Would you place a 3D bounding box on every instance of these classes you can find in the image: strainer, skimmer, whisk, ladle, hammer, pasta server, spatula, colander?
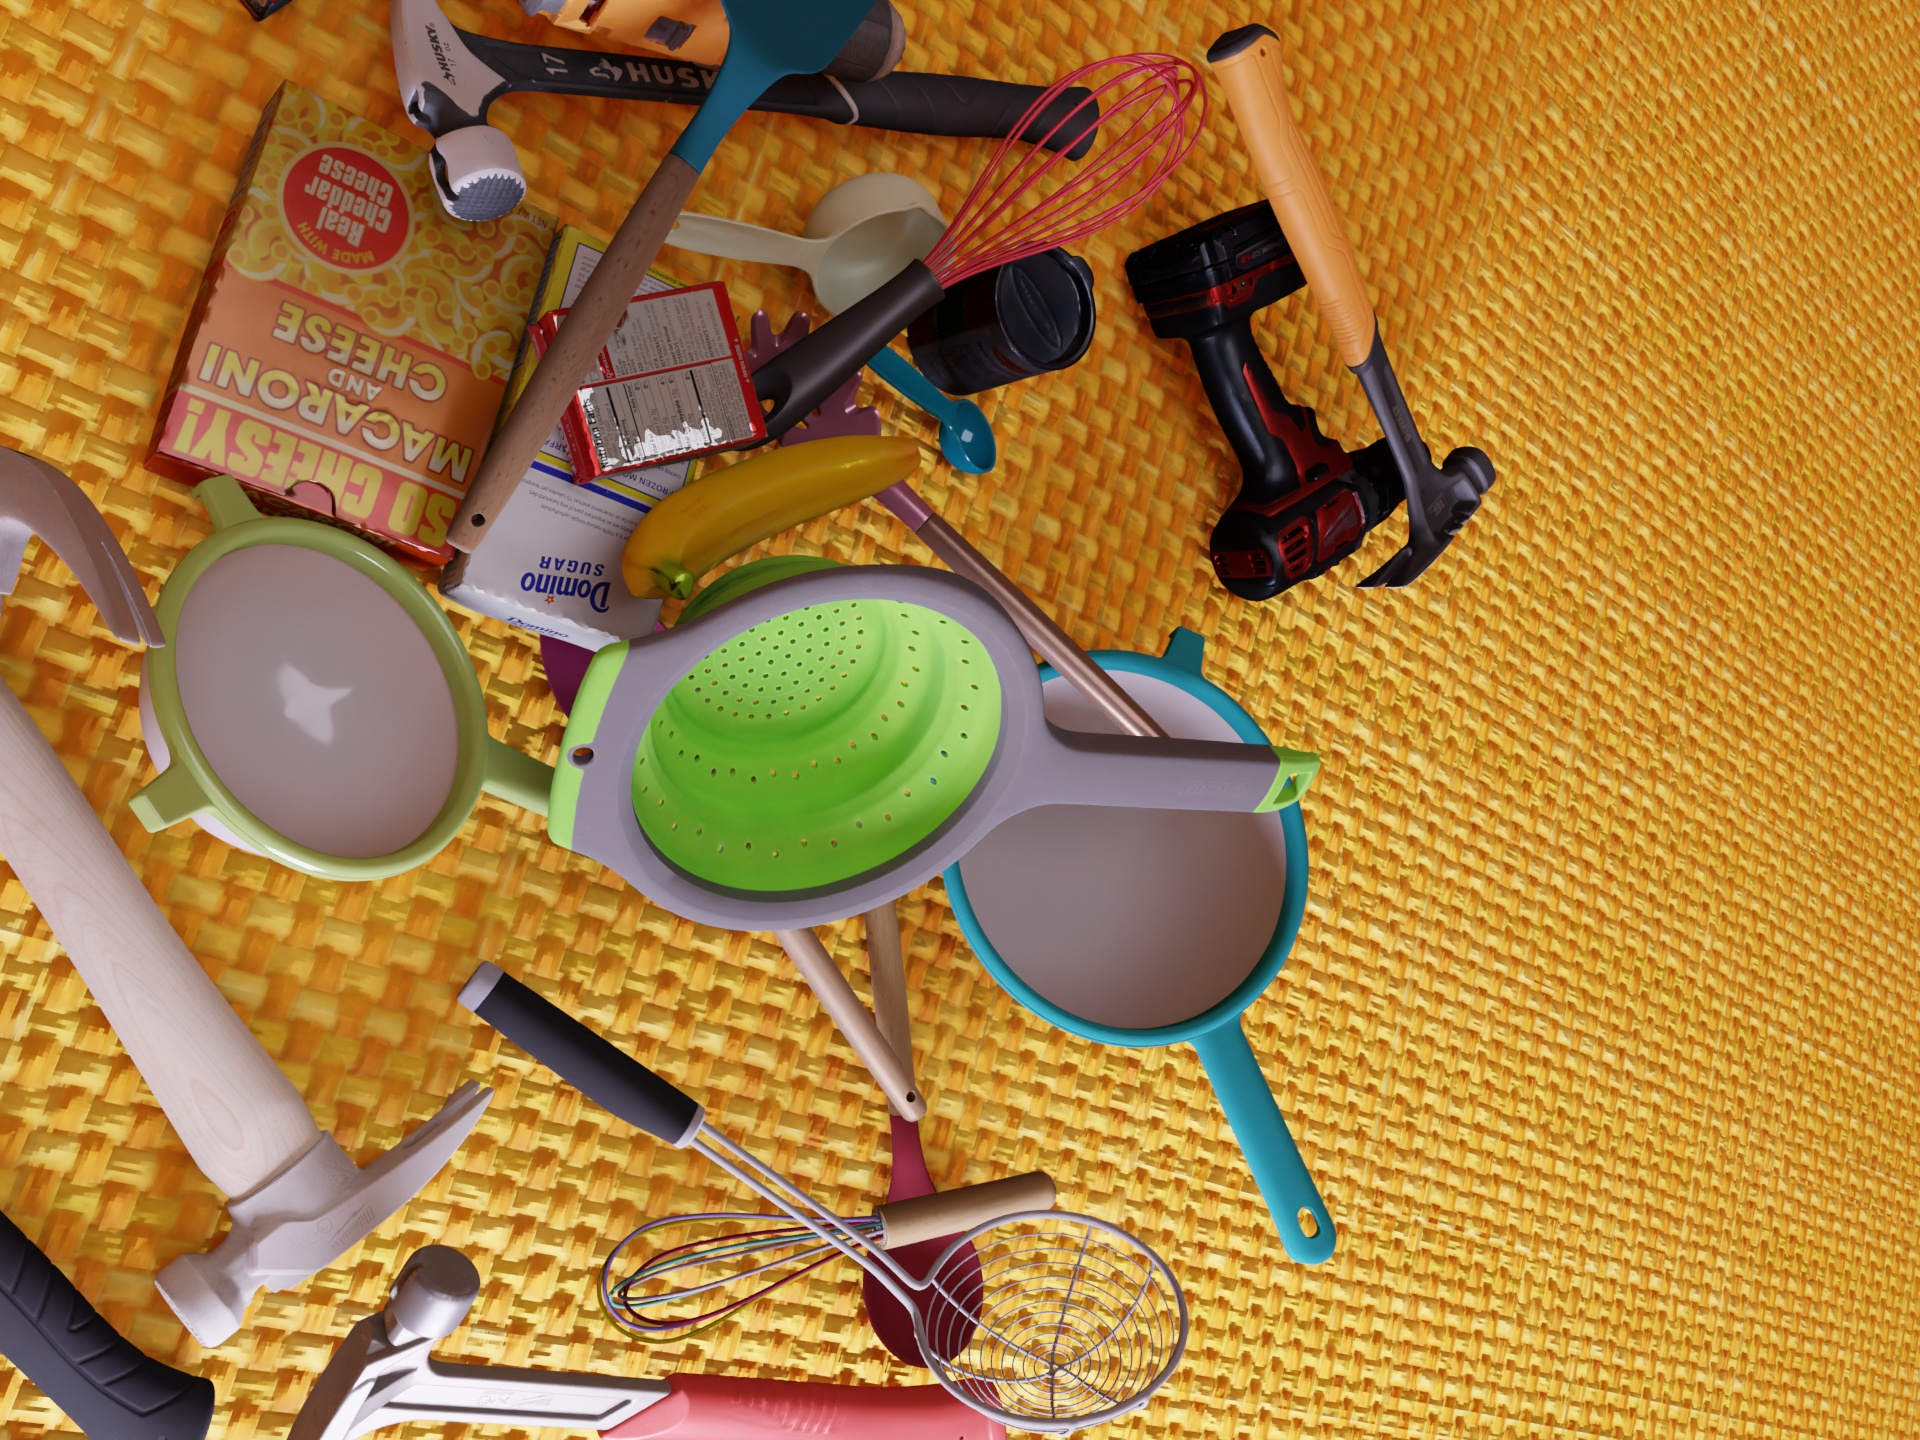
[{"bbox_3d":[0.103,0.132,0.864,0.211,0.095,0.340,-23,85,-23],"label":"strainer"},{"bbox_3d":[-0.060,0.205,0.732,0.363,0.090,0.127,37,28,-10],"label":"skimmer"},{"bbox_3d":[-0.060,0.261,0.791,0.245,0.047,0.051,-4,128,-27],"label":"whisk"},{"bbox_3d":[-0.034,0.182,0.842,0.069,0.031,0.315,-7,92,-28],"label":"ladle"},{"bbox_3d":[0.221,-0.238,0.929,0.127,0.034,0.336,-47,120,-26],"label":"hammer"},{"bbox_3d":[0.003,-0.084,0.813,0.316,0.040,0.060,43,77,-7],"label":"pasta server"},{"bbox_3d":[-0.357,0.068,0.543,0.130,0.031,0.331,9,91,0],"label":"hammer"},{"bbox_3d":[0.000,-0.226,0.769,0.296,0.073,0.073,-39,113,-4],"label":"whisk"},{"bbox_3d":[-0.395,0.169,0.579,0.146,0.035,0.334,-42,113,-29],"label":"hammer"},{"bbox_3d":[-0.241,0.018,0.681,0.256,0.069,0.152,33,45,-49],"label":"strainer"},{"bbox_3d":[-0.343,0.041,0.617,0.146,0.038,0.410,-38,110,-31],"label":"hammer"},{"bbox_3d":[-0.082,-0.316,0.792,0.409,0.036,0.149,-13,76,-39],"label":"hammer"},{"bbox_3d":[-0.132,-0.210,0.669,0.082,0.044,0.317,32,85,-34],"label":"spatula"},{"bbox_3d":[-0.123,0.329,0.743,0.358,0.037,0.149,23,105,-36],"label":"hammer"},{"bbox_3d":[-0.001,-0.002,0.764,0.397,0.095,0.204,4,126,-29],"label":"colander"}]

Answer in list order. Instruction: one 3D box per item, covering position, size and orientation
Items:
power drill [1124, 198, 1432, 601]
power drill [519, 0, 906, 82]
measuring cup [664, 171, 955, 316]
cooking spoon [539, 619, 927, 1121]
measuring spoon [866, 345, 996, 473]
[{"bbox_3d":[0.209,-0.207,0.990,0.188,0.080,0.226,-31,110,-31],"label":"power drill"},{"bbox_3d":[-0.116,-0.405,0.731,0.185,0.084,0.226,1,76,-35],"label":"power drill"},{"bbox_3d":[-0.081,-0.243,0.784,0.167,0.083,0.038,-1,58,-34],"label":"measuring cup"},{"bbox_3d":[-0.104,0.074,0.785,0.069,0.017,0.318,-41,107,-32],"label":"cooking spoon"},{"bbox_3d":[-0.025,-0.167,0.837,0.128,0.021,0.042,30,51,-48],"label":"measuring spoon"}]
